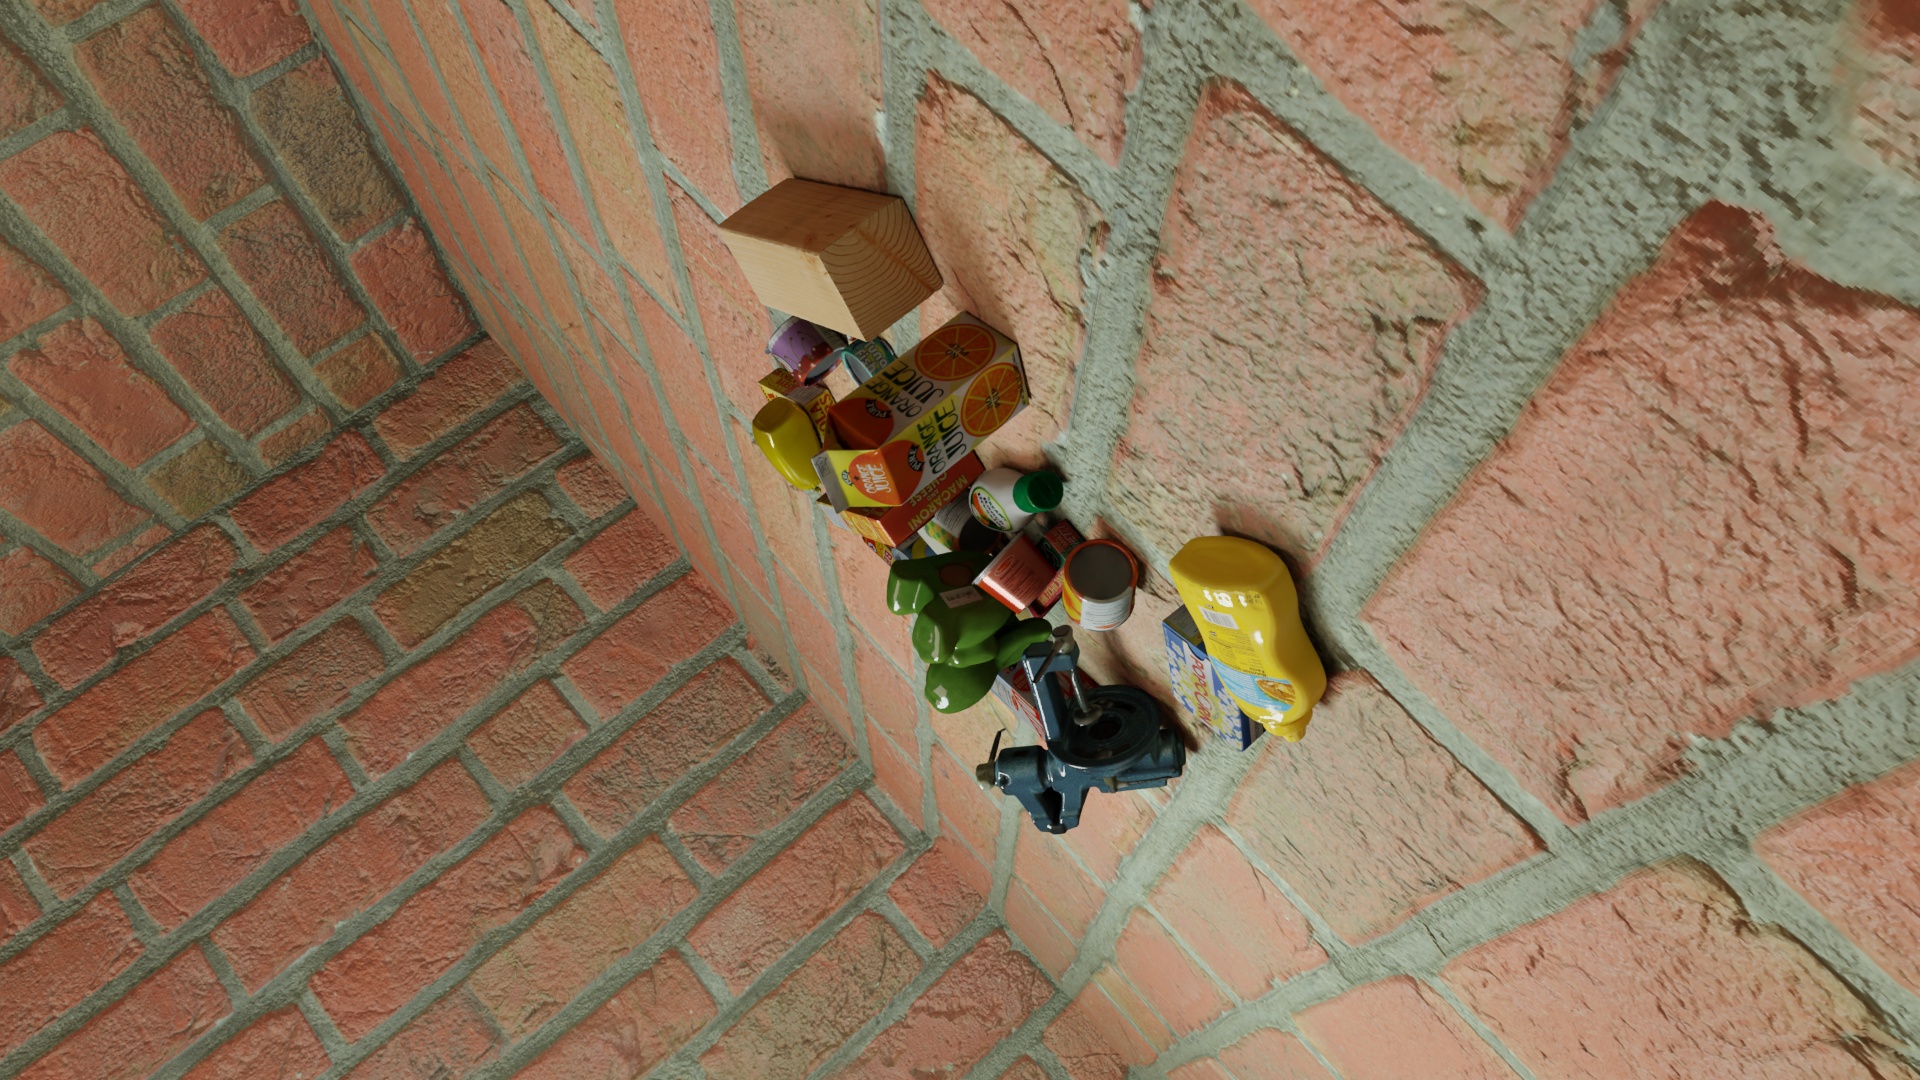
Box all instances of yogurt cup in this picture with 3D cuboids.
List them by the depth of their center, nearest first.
[{"bbox_3d":[0.054,0.032,1.311,0.054,0.072,0.072,43,163,2],"label":"yogurt cup"}]

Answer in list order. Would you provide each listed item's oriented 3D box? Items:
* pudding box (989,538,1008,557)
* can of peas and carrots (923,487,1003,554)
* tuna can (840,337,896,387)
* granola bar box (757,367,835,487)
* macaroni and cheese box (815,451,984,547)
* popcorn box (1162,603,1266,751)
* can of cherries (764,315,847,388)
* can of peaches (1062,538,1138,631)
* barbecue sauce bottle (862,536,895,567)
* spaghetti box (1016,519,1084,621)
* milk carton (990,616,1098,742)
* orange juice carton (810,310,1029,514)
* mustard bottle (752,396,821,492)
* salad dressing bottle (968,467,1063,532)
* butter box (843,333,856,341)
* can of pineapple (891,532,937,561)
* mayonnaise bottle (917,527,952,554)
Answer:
[{"bbox_3d":[0.023,0.030,1.495,0.049,0.030,0.083,52,135,-2],"label":"pudding box"},{"bbox_3d":[0.005,-0.018,1.436,0.059,0.071,0.070,35,157,42],"label":"can of peas and carrots"},{"bbox_3d":[-0.089,-0.176,1.405,0.071,0.033,0.070,46,163,18],"label":"tuna can"},{"bbox_3d":[-0.173,-0.128,1.719,0.124,0.039,0.165,29,153,50],"label":"granola bar box"},{"bbox_3d":[-0.064,-0.055,1.435,0.040,0.124,0.166,55,163,-23],"label":"macaroni and cheese box"},{"bbox_3d":[0.221,0.117,1.197,0.085,0.038,0.126,40,161,36],"label":"popcorn box"},{"bbox_3d":[-0.164,-0.203,1.480,0.058,0.072,0.071,49,163,6],"label":"can of cherries"},{"bbox_3d":[0.123,0.038,1.240,0.071,0.071,0.057,44,162,23],"label":"can of peaches"},{"bbox_3d":[-0.062,0.029,1.750,0.149,0.044,0.064,44,161,23],"label":"barbecue sauce bottle"},{"bbox_3d":[0.085,0.038,1.405,0.050,0.029,0.249,50,164,7],"label":"spaghetti box"},{"bbox_3d":[0.102,0.175,1.578,0.191,0.072,0.073,42,161,33],"label":"milk carton"},{"bbox_3d":[-0.039,-0.099,1.153,0.073,0.193,0.071,37,157,36],"label":"orange juice carton"},{"bbox_3d":[-0.197,-0.103,1.657,0.049,0.065,0.159,34,160,31],"label":"mustard bottle"},{"bbox_3d":[0.052,-0.041,1.299,0.064,0.044,0.147,55,163,-8],"label":"salad dressing bottle"},{"bbox_3d":[-0.132,-0.250,1.378,0.103,0.024,0.053,49,164,9],"label":"butter box"},{"bbox_3d":[-0.038,0.020,1.641,0.071,0.058,0.070,46,163,19],"label":"can of pineapple"},{"bbox_3d":[-0.012,-0.003,1.558,0.148,0.041,0.064,49,160,3],"label":"mayonnaise bottle"}]
